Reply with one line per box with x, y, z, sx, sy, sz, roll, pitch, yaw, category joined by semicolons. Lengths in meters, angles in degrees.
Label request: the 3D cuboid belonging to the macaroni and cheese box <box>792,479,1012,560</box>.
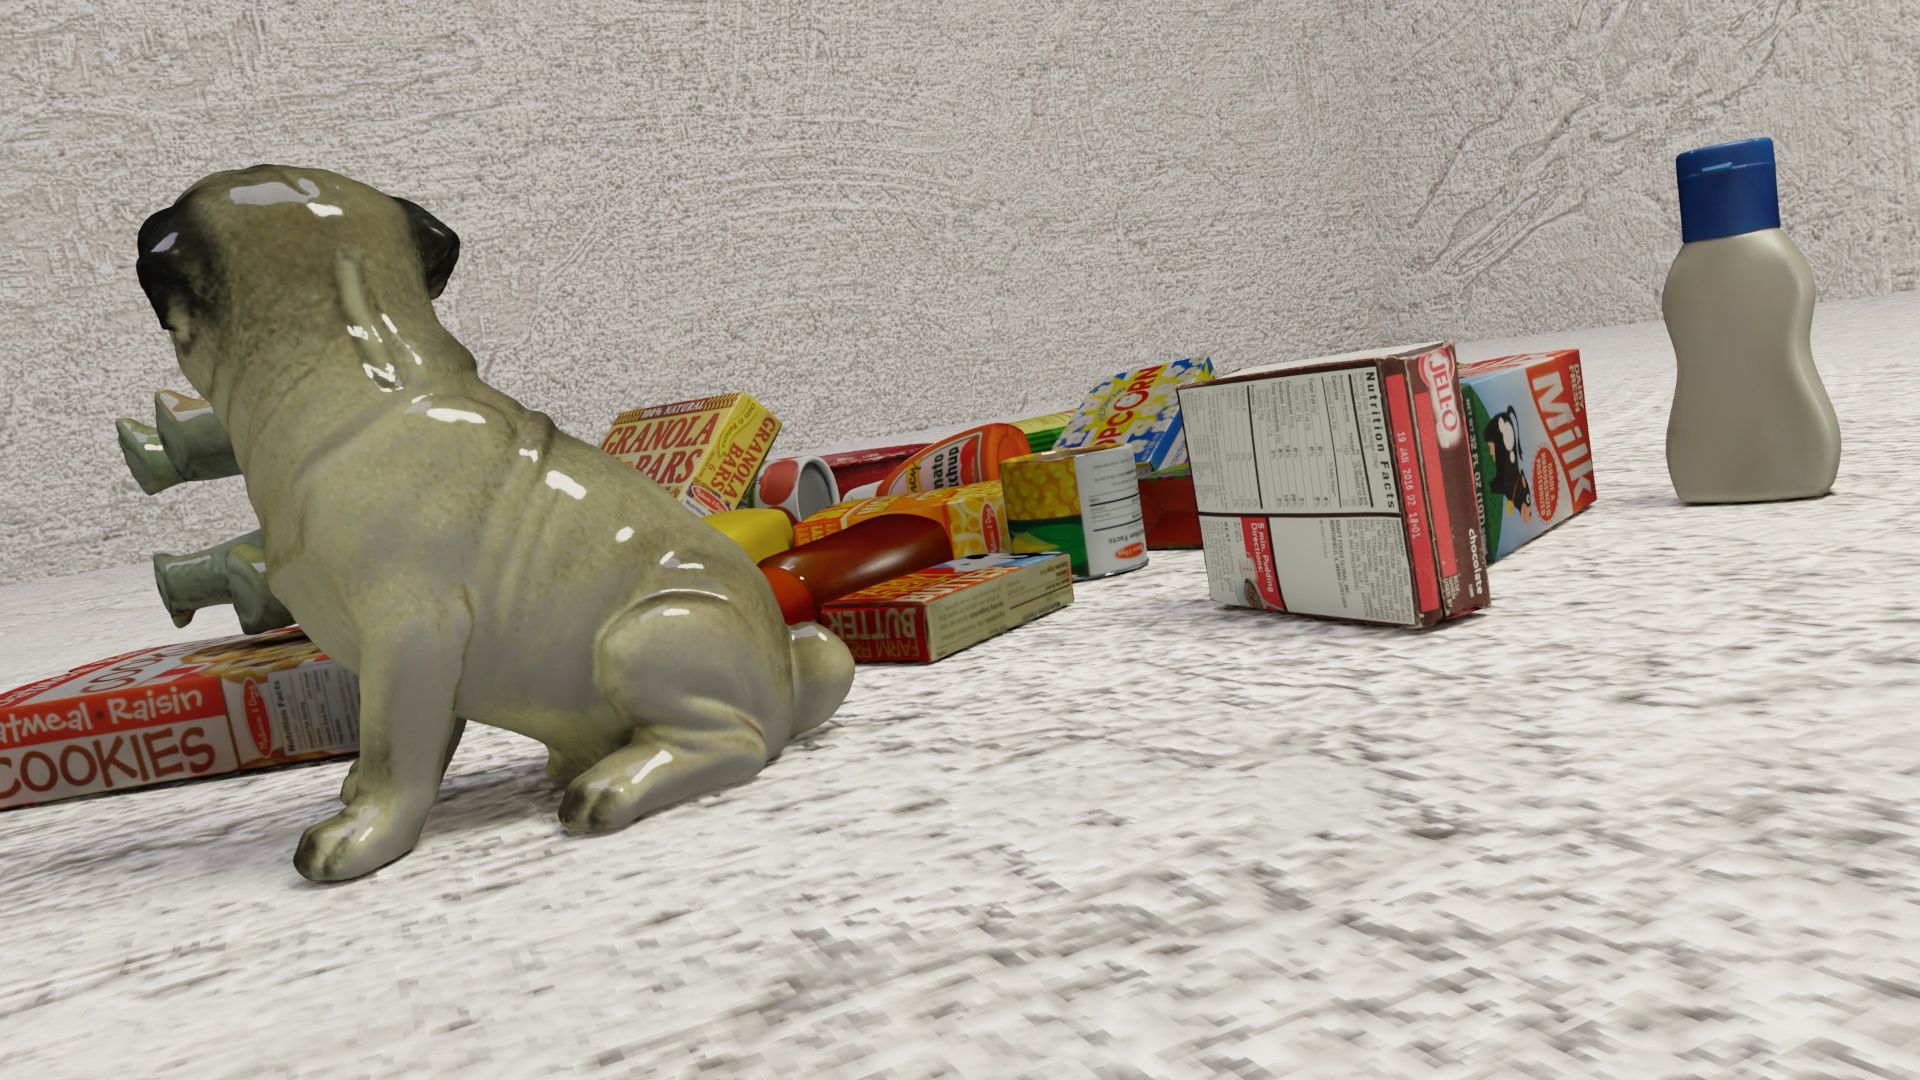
0.003;-0.010;0.778;0.166;0.040;0.124;-7;6;9;macaroni and cheese box

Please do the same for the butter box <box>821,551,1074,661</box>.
-0.003;0.025;0.562;0.053;0.024;0.104;-3;9;37;butter box

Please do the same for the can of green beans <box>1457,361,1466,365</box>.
0.291;-0.075;0.843;0.071;0.071;0.058;-5;7;28;can of green beans

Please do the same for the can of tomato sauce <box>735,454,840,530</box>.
-0.133;-0.022;0.936;0.083;0.071;0.071;-6;7;21;can of tomato sauce

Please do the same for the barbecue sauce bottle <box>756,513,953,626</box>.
-0.059;0.022;0.587;0.065;0.043;0.149;-9;7;25;barbecue sauce bottle

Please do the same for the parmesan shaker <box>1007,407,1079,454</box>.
0.048;-0.051;0.959;0.103;0.071;0.071;-15;9;-39;parmesan shaker

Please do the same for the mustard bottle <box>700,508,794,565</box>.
-0.126;0.015;0.700;0.065;0.048;0.160;-8;7;7;mustard bottle

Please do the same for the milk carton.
0.225;-0.040;0.614;0.073;0.072;0.191;-4;8;41;milk carton

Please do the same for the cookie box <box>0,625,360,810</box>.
-0.282;0.061;0.557;0.167;0.040;0.123;-9;7;2;cookie box

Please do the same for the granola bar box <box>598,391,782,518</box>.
-0.198;-0.030;0.897;0.165;0.124;0.039;-1;-33;50;granola bar box

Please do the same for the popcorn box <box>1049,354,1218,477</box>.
0.109;-0.064;0.884;0.085;0.038;0.127;-9;32;36;popcorn box

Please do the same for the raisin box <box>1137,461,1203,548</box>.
0.159;-0.026;0.724;0.086;0.040;0.124;-3;10;45;raisin box

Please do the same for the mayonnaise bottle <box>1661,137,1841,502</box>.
0.328;-0.091;0.585;0.064;0.148;0.041;-3;8;40;mayonnaise bottle

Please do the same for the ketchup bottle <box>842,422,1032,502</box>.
-0.018;-0.031;0.907;0.043;0.065;0.148;5;-14;-44;ketchup bottle

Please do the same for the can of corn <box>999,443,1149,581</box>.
0.053;-0.014;0.673;0.071;0.058;0.071;-8;6;1;can of corn

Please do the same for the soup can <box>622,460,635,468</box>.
-0.206;0.001;0.776;0.071;0.083;0.071;-8;7;1;soup can
